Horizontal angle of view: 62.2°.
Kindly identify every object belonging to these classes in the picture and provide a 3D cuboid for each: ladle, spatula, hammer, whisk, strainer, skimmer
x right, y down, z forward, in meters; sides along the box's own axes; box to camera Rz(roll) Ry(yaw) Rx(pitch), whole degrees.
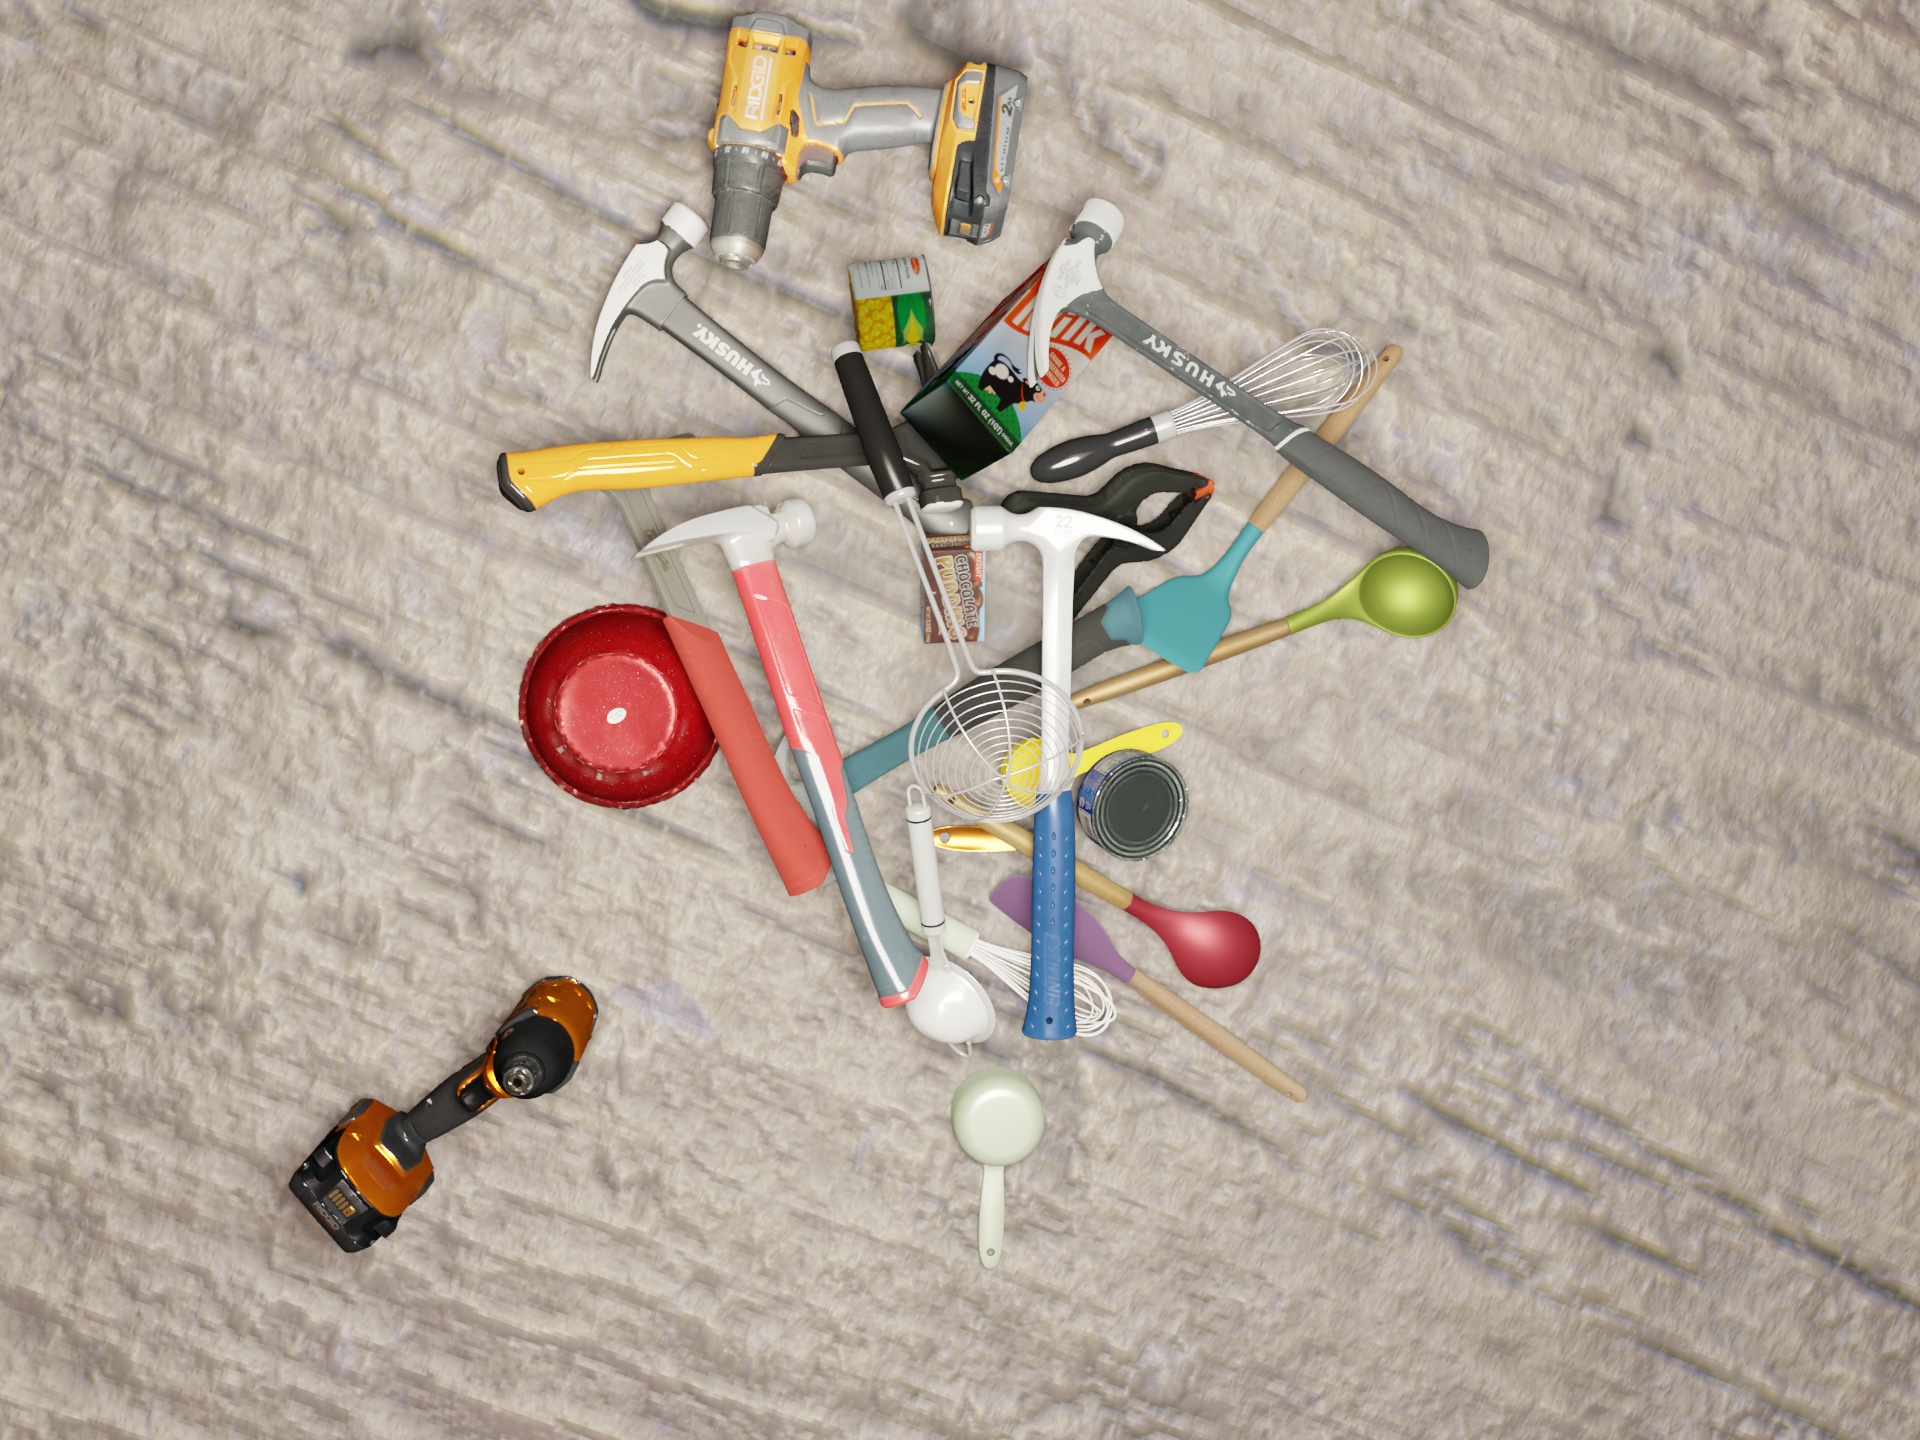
[{"bbox_3d":[0.239,-0.062,1.265,0.320,0.062,0.078,-19,116,-1],"label":"ladle"},{"bbox_3d":[0.250,-0.176,1.260,0.082,0.044,0.317,37,88,20],"label":"spatula"},{"bbox_3d":[-0.119,0.031,1.175,0.143,0.038,0.386,-18,88,-33],"label":"hammer"},{"bbox_3d":[0.015,0.183,1.270,0.246,0.059,0.058,28,55,-4],"label":"whisk"},{"bbox_3d":[-0.022,0.165,1.224,0.087,0.050,0.258,8,117,31],"label":"strainer"},{"bbox_3d":[-0.019,-0.101,1.161,0.127,0.090,0.363,-21,81,6],"label":"skimmer"},{"bbox_3d":[-0.165,-0.200,1.158,0.336,0.034,0.127,-9,87,-19],"label":"hammer"},{"bbox_3d":[-0.128,-0.235,1.222,0.334,0.035,0.146,37,90,-8],"label":"hammer"},{"bbox_3d":[0.230,-0.217,1.185,0.408,0.036,0.149,31,71,-11],"label":"hammer"},{"bbox_3d":[0.189,-0.242,1.246,0.284,0.070,0.070,-19,97,1],"label":"whisk"},{"bbox_3d":[-0.002,-0.004,1.238,0.331,0.033,0.128,-30,96,5],"label":"hammer"},{"bbox_3d":[0.077,0.042,1.205,0.144,0.035,0.405,0,98,-2],"label":"hammer"},{"bbox_3d":[-0.194,-0.033,1.187,0.149,0.037,0.359,-25,93,-34],"label":"hammer"},{"bbox_3d":[0.112,0.130,1.260,0.315,0.031,0.069,30,97,-14],"label":"ladle"},{"bbox_3d":[0.159,0.220,1.292,0.315,0.018,0.059,36,131,-10],"label":"spatula"}]

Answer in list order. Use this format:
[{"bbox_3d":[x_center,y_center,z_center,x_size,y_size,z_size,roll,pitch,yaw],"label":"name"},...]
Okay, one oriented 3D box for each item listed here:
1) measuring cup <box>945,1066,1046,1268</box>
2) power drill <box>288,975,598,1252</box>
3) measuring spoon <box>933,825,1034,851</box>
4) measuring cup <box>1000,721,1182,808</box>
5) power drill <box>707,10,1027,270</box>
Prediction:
[{"bbox_3d":[0.029,0.367,1.286,0.083,0.038,0.167,2,93,-6],"label":"measuring cup"},{"bbox_3d":[-0.377,0.289,1.178,0.226,0.164,0.084,-37,98,0],"label":"power drill"},{"bbox_3d":[0.031,0.095,1.280,0.117,0.011,0.021,2,95,-2],"label":"measuring spoon"},{"bbox_3d":[0.104,0.028,1.278,0.156,0.029,0.062,-17,101,-16],"label":"measuring cup"},{"bbox_3d":[-0.075,-0.414,1.182,0.226,0.084,0.185,9,85,-3],"label":"power drill"}]
